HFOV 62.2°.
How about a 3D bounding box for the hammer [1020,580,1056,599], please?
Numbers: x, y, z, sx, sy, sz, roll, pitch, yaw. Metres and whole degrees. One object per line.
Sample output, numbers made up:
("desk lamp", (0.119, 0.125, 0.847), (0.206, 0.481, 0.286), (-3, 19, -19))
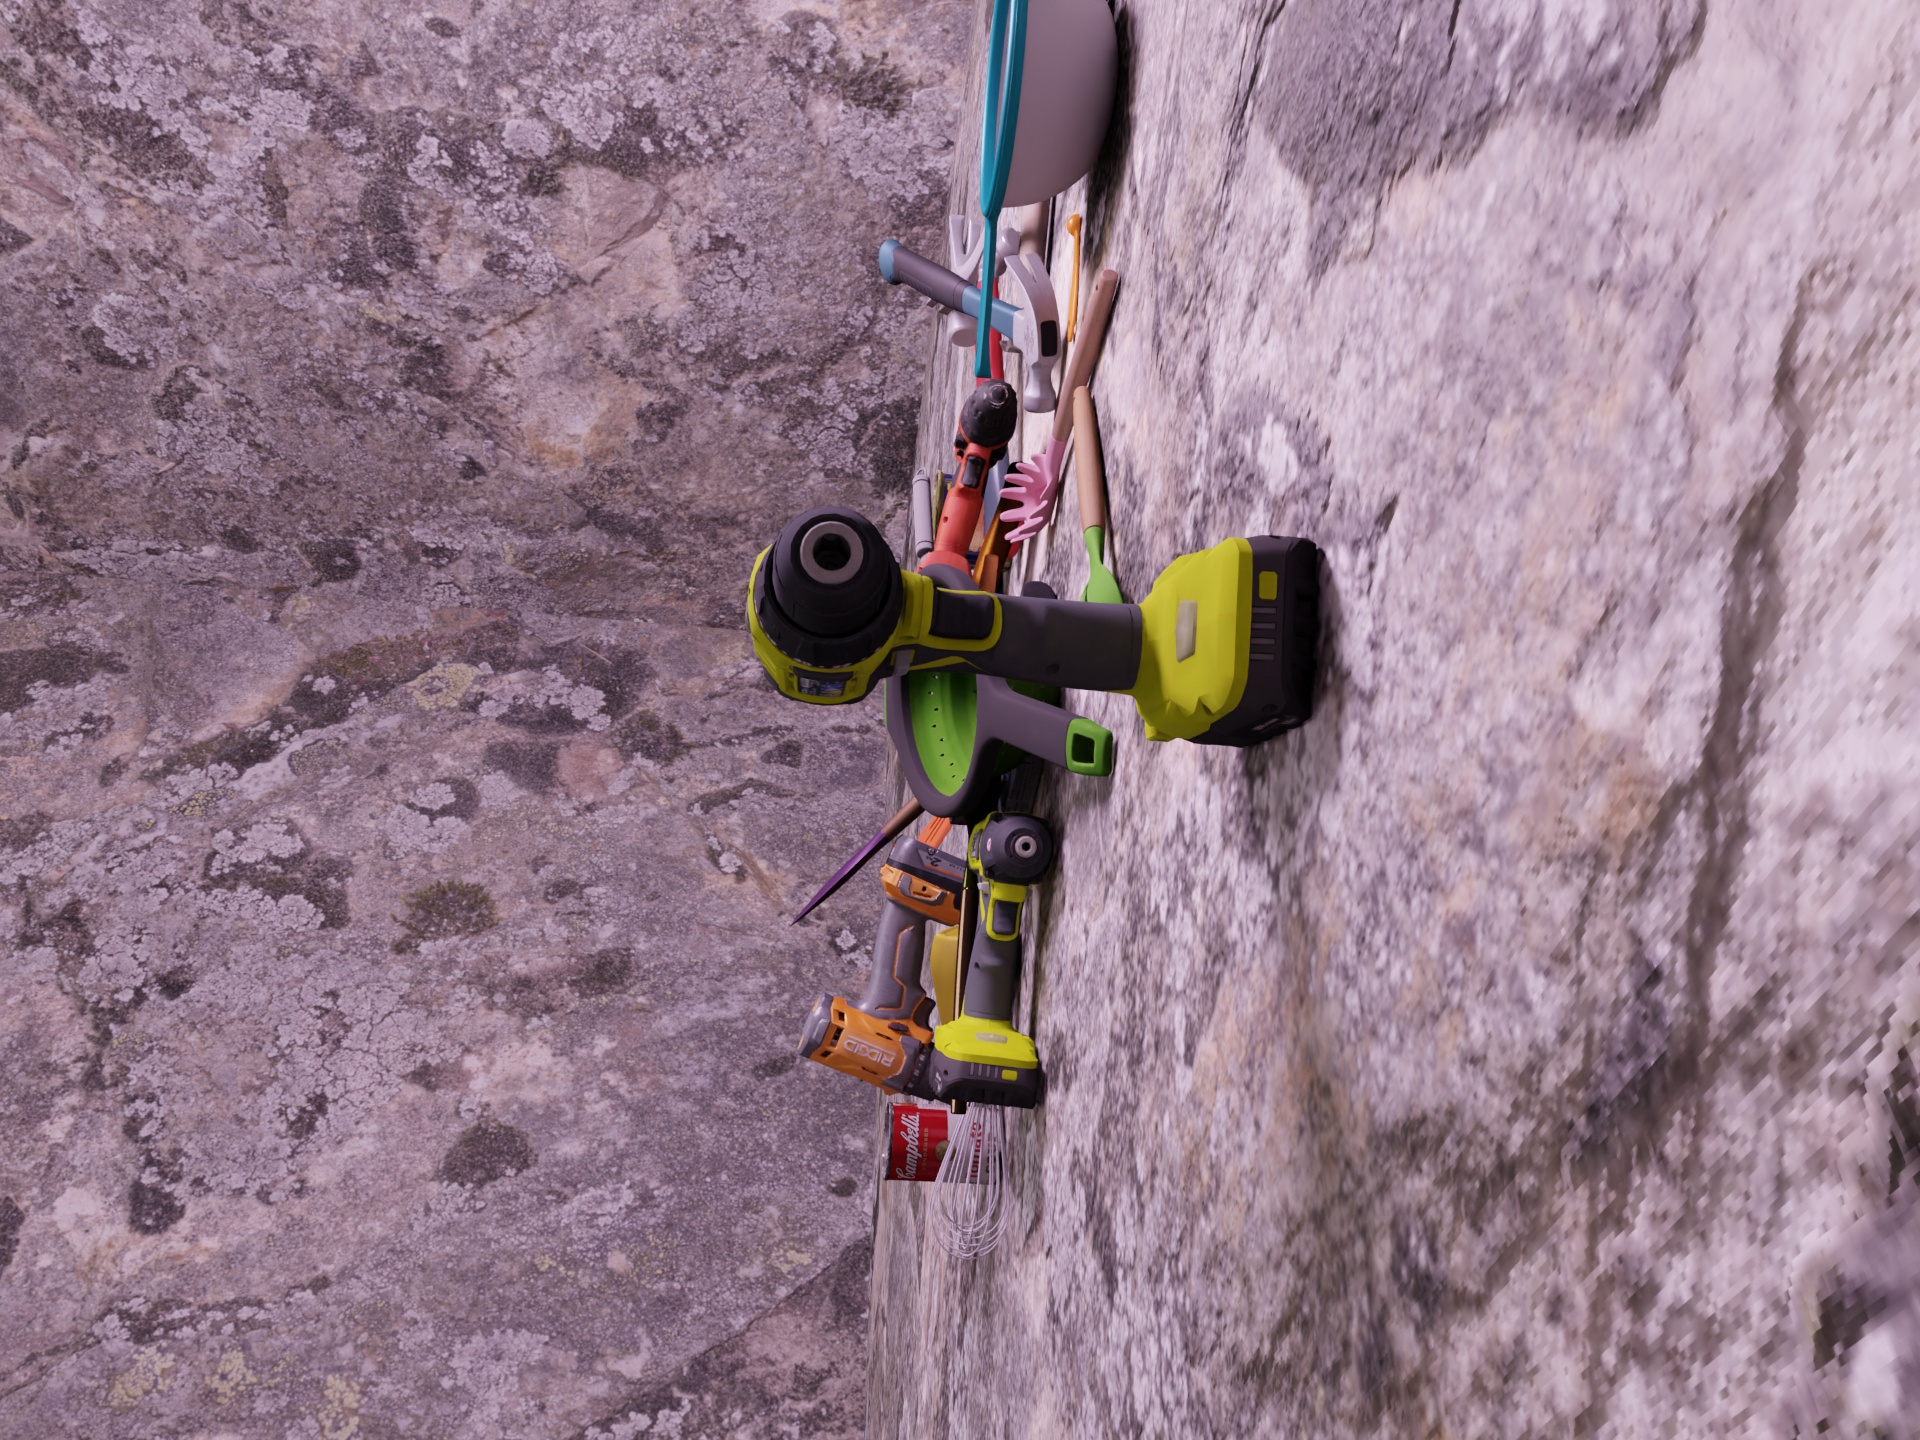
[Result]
("hammer", (0.046, -0.046, 1.473), (0.334, 0.035, 0.146), (113, 162, -72))

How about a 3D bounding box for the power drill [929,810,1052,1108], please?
("power drill", (0.030, 0.183, 1.249), (0.171, 0.080, 0.223), (132, 146, -82))

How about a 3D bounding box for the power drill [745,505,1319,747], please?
("power drill", (0.025, -0.041, 0.658), (0.190, 0.228, 0.080), (129, 145, -81))

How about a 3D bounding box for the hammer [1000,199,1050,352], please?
("hammer", (0.079, -0.567, 1.552), (0.146, 0.038, 0.410), (-118, 33, -82))

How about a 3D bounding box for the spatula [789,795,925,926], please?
("spatula", (-0.050, 0.088, 1.474), (0.316, 0.018, 0.060), (-44, 0, 20))

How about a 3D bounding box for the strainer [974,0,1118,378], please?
("strainer", (0.067, -0.440, 1.269), (0.211, 0.095, 0.340), (-97, 10, -65))

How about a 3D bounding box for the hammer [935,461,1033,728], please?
("hammer", (0.012, -0.103, 1.574), (0.127, 0.034, 0.336), (-82, 10, -60))

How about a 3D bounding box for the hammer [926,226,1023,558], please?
("hammer", (0.023, -0.334, 1.682), (0.143, 0.038, 0.387), (-30, 52, 43))

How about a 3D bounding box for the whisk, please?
("whisk", (0.023, 0.308, 1.349), (0.070, 0.070, 0.285), (112, 167, -72))

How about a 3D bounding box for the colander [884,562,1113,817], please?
("colander", (0.050, -0.012, 1.219), (0.397, 0.094, 0.204), (-157, 67, -65))

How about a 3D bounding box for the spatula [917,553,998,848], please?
("spatula", (-0.002, -0.005, 1.539), (0.081, 0.041, 0.322), (-97, 15, -71))

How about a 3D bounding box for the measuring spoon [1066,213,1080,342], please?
("measuring spoon", (0.094, -0.378, 1.357), (0.021, 0.011, 0.117), (121, 153, -78))

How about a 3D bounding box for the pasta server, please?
("pasta server", (0.078, -0.247, 1.282), (0.316, 0.040, 0.060), (107, 155, -61))

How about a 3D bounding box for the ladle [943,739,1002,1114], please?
("ladle", (-0.003, 0.171, 1.357), (0.078, 0.062, 0.320), (20, -111, -52))

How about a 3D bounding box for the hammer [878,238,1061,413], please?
("hammer", (0.003, -0.400, 1.508), (0.331, 0.033, 0.128), (44, 140, 50))

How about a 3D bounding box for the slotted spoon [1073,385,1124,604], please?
("slotted spoon", (0.092, -0.145, 1.119), (0.314, 0.031, 0.070), (-89, 6, -46))

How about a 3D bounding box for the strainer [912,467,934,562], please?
("strainer", (-0.033, -0.165, 1.602), (0.087, 0.050, 0.259), (-32, 44, 31))

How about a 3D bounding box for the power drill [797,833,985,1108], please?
("power drill", (-0.026, 0.240, 1.477), (0.084, 0.185, 0.226), (151, 142, -84))

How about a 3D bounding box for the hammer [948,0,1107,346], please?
("hammer", (0.053, -0.521, 1.455), (0.405, 0.035, 0.144), (124, 148, -61))

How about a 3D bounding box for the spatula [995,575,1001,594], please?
("spatula", (-0.008, -0.123, 1.684), (0.317, 0.044, 0.082), (-42, -33, -57))
